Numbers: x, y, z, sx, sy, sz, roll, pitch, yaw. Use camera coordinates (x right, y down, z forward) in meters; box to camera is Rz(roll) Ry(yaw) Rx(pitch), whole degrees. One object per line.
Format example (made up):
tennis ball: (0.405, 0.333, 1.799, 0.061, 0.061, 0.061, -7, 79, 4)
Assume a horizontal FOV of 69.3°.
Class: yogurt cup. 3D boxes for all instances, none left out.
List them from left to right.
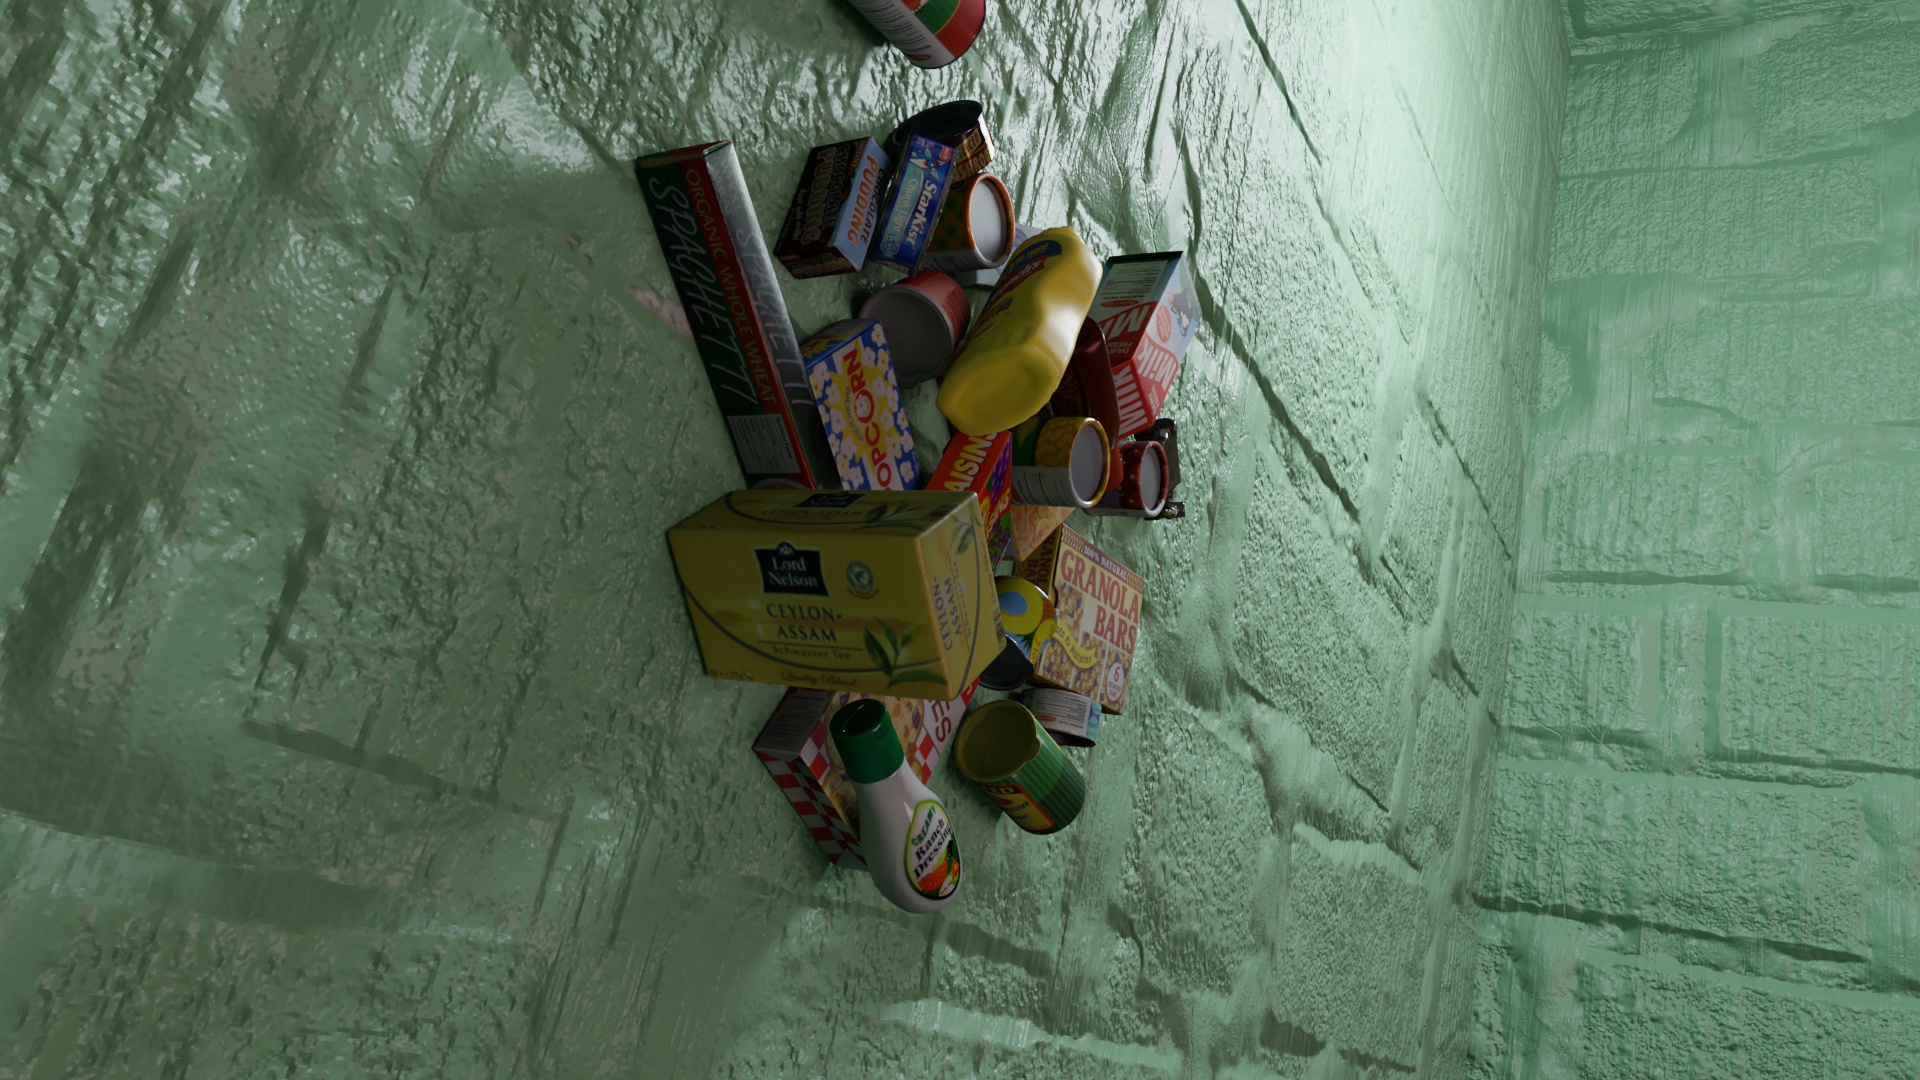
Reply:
yogurt cup: (-0.027, -0.145, 0.923, 0.054, 0.072, 0.072, -53, 135, -54)

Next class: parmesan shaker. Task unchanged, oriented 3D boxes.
parmesan shaker: (0.049, 0.174, 1.049, 0.102, 0.071, 0.071, 52, 50, -46)

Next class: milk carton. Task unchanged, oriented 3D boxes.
milk carton: (0.137, -0.158, 1.168, 0.191, 0.073, 0.072, -62, 141, -38)

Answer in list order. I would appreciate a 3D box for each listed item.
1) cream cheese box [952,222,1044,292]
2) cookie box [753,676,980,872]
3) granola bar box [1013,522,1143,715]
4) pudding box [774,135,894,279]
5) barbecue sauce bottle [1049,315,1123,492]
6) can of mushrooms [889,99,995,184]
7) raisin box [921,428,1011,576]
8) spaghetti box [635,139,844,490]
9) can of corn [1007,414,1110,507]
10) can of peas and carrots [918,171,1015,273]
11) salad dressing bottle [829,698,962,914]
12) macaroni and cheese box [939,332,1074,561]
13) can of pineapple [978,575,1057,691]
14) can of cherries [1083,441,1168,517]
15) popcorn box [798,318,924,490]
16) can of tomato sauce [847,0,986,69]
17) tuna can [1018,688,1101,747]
cream cheese box: (0.029, -0.213, 1.045, 0.104, 0.024, 0.053, -7, 99, -57)
cookie box: (-0.054, 0.112, 0.911, 0.168, 0.040, 0.122, -60, 138, -37)
granola bar box: (0.096, 0.067, 1.149, 0.165, 0.039, 0.124, 31, 66, -55)
pudding box: (-0.076, -0.204, 0.854, 0.030, 0.049, 0.084, 42, 57, -49)
barbecue sauce bottle: (0.093, -0.100, 1.041, 0.044, 0.065, 0.147, -34, 134, -15)
can of mushrooms: (-0.010, -0.267, 0.937, 0.071, 0.071, 0.033, -57, 138, -39)
raisin box: (0.003, -0.012, 0.960, 0.122, 0.040, 0.086, 89, 24, -53)
spaghetti box: (-0.118, -0.102, 0.792, 0.029, 0.050, 0.249, -48, 130, -48)
can of corn: (0.069, -0.059, 1.007, 0.071, 0.058, 0.071, -9, 101, -56)
can of peas and carrots: (-0.003, -0.222, 0.961, 0.071, 0.058, 0.071, -5, 96, -58)
salad dressing bottle: (-0.041, 0.165, 0.857, 0.064, 0.044, 0.147, -49, 131, -41)
macaroni and cheese box: (0.043, -0.086, 1.057, 0.124, 0.040, 0.165, -43, 127, -48)
can of pineapple: (0.032, 0.068, 1.021, 0.058, 0.071, 0.070, -53, 134, -43)
can of cherries: (0.140, -0.056, 1.195, 0.071, 0.058, 0.071, -6, 97, -58)
popcorn box: (-0.071, -0.067, 0.879, 0.085, 0.038, 0.126, -45, 128, -49)
can of tomato sauce: (-0.032, -0.359, 0.901, 0.083, 0.071, 0.071, 26, 69, -55)
tuna can: (0.077, 0.141, 1.099, 0.071, 0.071, 0.033, 35, 62, -53)
